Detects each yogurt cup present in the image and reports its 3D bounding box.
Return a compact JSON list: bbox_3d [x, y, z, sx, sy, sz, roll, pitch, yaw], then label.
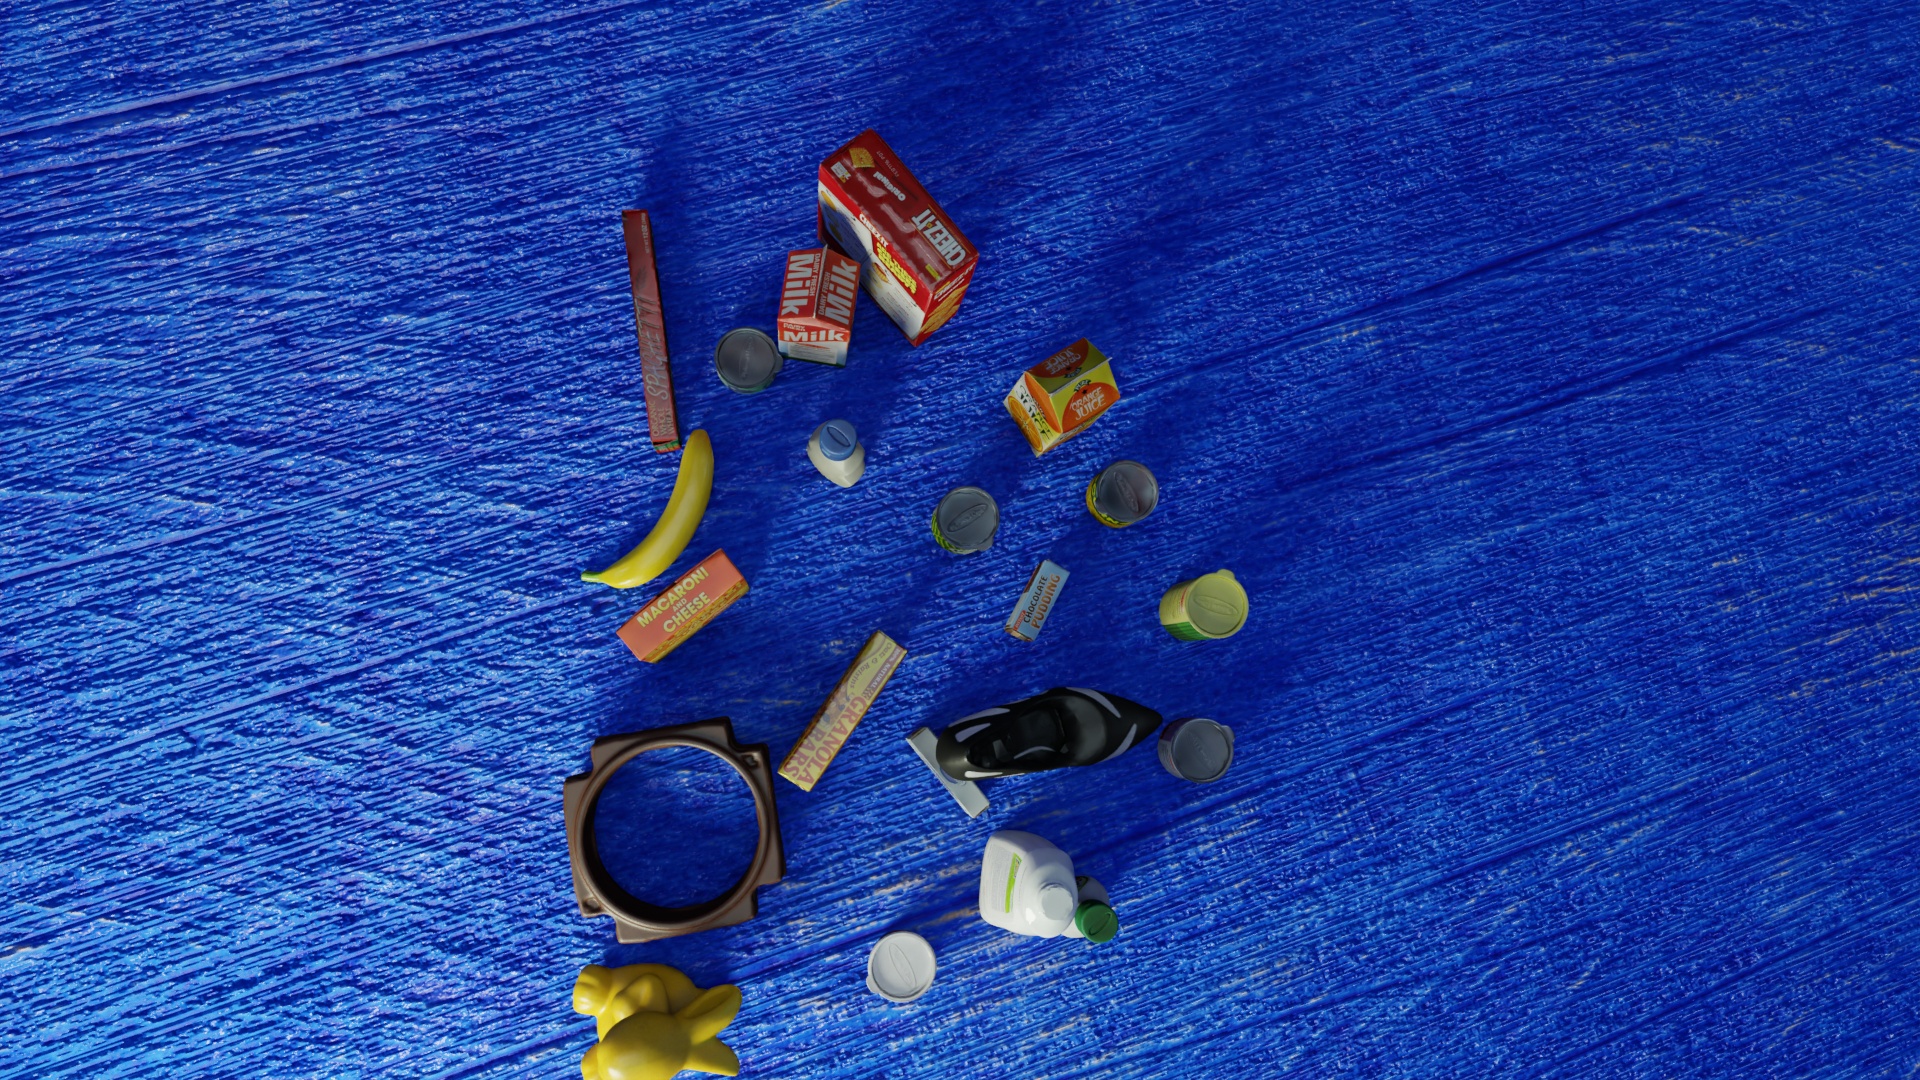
[{"bbox_3d":[-0.060,0.422,1.390,0.072,0.054,0.072,1,83,-7],"label":"yogurt cup"}]

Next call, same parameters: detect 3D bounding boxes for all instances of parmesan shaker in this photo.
[{"bbox_3d":[0.253,0.068,1.446,0.071,0.103,0.071,1,84,-7],"label":"parmesan shaker"}]

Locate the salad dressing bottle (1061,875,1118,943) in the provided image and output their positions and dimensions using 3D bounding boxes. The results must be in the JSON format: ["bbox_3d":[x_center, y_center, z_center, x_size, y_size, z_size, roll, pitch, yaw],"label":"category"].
[{"bbox_3d":[0.123,0.366,1.371,0.064,0.147,0.044,-42,90,-9],"label":"salad dressing bottle"}]

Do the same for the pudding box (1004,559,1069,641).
[{"bbox_3d":[0.080,0.063,1.452,0.030,0.049,0.084,29,81,-3],"label":"pudding box"}]

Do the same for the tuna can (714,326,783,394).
[{"bbox_3d":[-0.221,-0.188,1.455,0.071,0.033,0.071,1,83,-7],"label":"tuna can"}]

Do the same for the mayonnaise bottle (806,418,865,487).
[{"bbox_3d":[-0.124,-0.091,1.397,0.065,0.148,0.041,42,81,-1],"label":"mayonnaise bottle"}]

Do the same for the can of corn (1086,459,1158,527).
[{"bbox_3d":[0.168,-0.047,1.472,0.071,0.058,0.071,1,83,-7],"label":"can of corn"}]

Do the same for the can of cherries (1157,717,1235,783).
[{"bbox_3d":[0.247,0.217,1.449,0.071,0.058,0.071,1,83,-7],"label":"can of cherries"}]

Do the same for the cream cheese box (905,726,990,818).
[{"bbox_3d":[-0.013,0.235,1.418,0.024,0.053,0.104,-39,89,-9],"label":"cream cheese box"}]

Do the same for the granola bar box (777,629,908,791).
[{"bbox_3d":[-0.117,0.168,1.378,0.039,0.124,0.166,35,81,-2],"label":"granola bar box"}]

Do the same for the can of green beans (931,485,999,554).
[{"bbox_3d":[0.004,-0.020,1.449,0.071,0.057,0.071,1,83,-7],"label":"can of green beans"}]

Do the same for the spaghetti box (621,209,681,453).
[{"bbox_3d":[-0.320,-0.216,1.438,0.029,0.050,0.250,-8,84,-8],"label":"spaghetti box"}]

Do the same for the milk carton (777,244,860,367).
[{"bbox_3d":[-0.142,-0.234,1.390,0.073,0.190,0.072,9,83,-6],"label":"milk carton"}]

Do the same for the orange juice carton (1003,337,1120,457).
[{"bbox_3d":[0.104,-0.146,1.408,0.072,0.192,0.073,-31,88,-9],"label":"orange juice carton"}]

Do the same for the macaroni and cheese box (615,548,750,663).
[{"bbox_3d":[-0.267,0.066,1.351,0.124,0.166,0.040,-40,89,-9],"label":"macaroni and cheese box"}]
